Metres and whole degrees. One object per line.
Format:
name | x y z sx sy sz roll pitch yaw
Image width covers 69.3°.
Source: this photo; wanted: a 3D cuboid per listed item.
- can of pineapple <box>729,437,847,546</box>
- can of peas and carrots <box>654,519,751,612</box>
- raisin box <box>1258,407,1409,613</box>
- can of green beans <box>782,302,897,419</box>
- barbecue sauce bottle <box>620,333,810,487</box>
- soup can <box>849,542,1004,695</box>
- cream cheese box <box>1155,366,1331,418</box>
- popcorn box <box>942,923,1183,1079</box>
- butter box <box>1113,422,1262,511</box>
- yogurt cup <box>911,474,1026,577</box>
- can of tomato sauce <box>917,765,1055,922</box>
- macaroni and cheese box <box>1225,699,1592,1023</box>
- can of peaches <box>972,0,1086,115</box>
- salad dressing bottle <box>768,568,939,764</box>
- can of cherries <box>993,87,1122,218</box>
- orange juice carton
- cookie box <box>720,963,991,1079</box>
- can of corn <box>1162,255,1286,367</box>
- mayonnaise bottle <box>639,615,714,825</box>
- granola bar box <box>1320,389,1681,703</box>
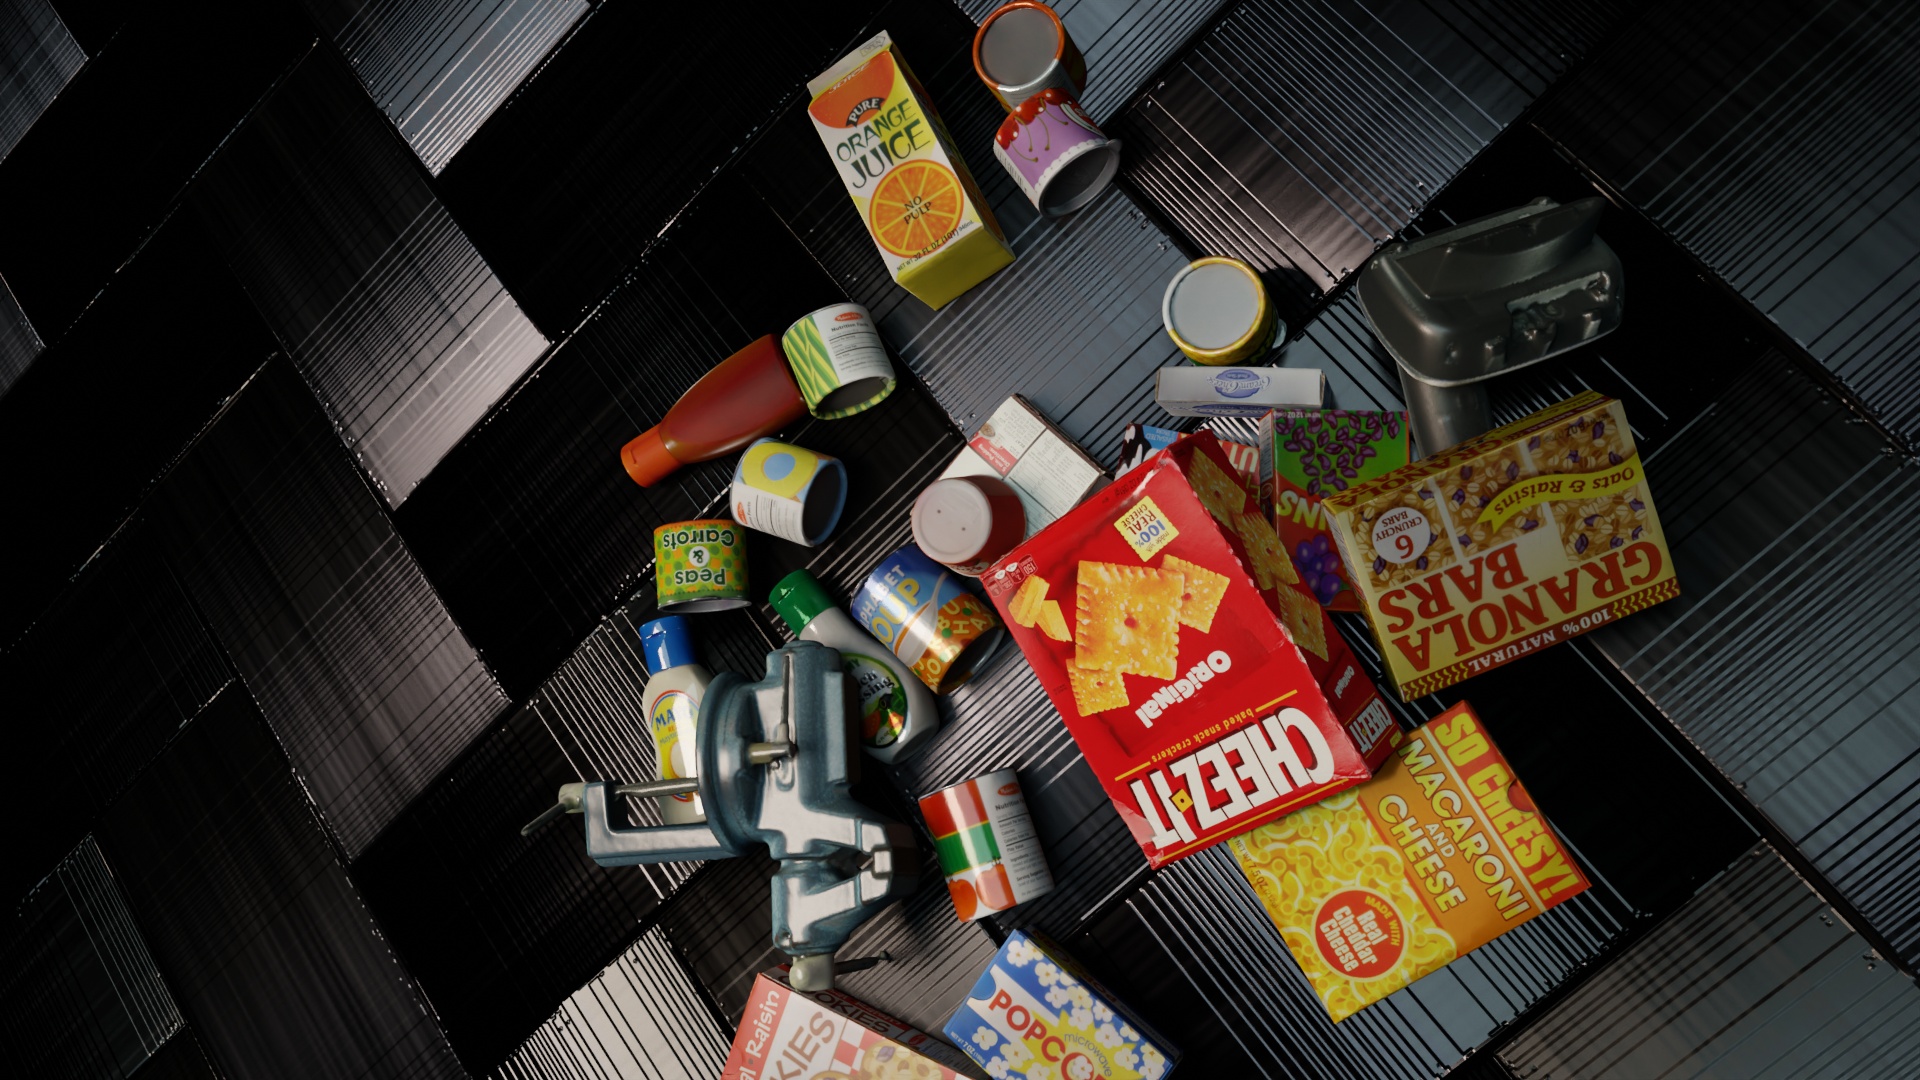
can of pineapple | -0.119 -0.035 0.976 0.058 0.071 0.071 17 89 20
can of peas and carrots | -0.184 0.018 0.989 0.071 0.071 0.059 -9 80 19
raisin box | 0.229 -0.017 0.848 0.086 0.040 0.123 1 83 -3
can of green beans | -0.084 -0.125 0.975 0.071 0.071 0.058 -27 76 15
barbecue sauce bottle | -0.180 -0.089 1.017 0.148 0.043 0.065 -29 74 15
soup can | -0.023 0.053 0.926 0.084 0.071 0.071 42 98 19
cream cheese box | 0.180 -0.094 0.882 0.104 0.053 0.024 3 86 20
popcorn box | 0.065 0.317 0.878 0.127 0.038 0.085 37 97 20
butter box | 0.154 -0.041 0.900 0.103 0.024 0.053 13 88 21
yogurt cup | 0.003 -0.011 0.894 0.072 0.054 0.072 -1 86 20
can of tomato sauce | 0.016 0.196 0.897 0.071 0.071 0.083 -24 76 16
macaroni and cheese box | 0.261 0.189 0.822 0.166 0.040 0.124 -34 74 13
can of peaches | 0.047 -0.332 0.959 0.071 0.058 0.071 -2 83 20
salad dressing bottle | -0.076 0.084 0.956 0.064 0.044 0.148 -46 70 15
can of cherries | 0.067 -0.263 0.939 0.071 0.071 0.058 -38 71 12
orange juice carton | -0.042 -0.266 0.975 0.071 0.073 0.193 -30 73 14
cookie box | -0.078 0.374 0.920 0.167 0.040 0.123 19 90 21
can of corn | 0.169 -0.143 0.890 0.071 0.058 0.071 -3 83 20
mayonnaise bottle | -0.196 0.129 0.995 0.064 0.041 0.148 -20 77 15
granola bar box | 0.306 0.004 0.792 0.165 0.039 0.124 -23 103 5
